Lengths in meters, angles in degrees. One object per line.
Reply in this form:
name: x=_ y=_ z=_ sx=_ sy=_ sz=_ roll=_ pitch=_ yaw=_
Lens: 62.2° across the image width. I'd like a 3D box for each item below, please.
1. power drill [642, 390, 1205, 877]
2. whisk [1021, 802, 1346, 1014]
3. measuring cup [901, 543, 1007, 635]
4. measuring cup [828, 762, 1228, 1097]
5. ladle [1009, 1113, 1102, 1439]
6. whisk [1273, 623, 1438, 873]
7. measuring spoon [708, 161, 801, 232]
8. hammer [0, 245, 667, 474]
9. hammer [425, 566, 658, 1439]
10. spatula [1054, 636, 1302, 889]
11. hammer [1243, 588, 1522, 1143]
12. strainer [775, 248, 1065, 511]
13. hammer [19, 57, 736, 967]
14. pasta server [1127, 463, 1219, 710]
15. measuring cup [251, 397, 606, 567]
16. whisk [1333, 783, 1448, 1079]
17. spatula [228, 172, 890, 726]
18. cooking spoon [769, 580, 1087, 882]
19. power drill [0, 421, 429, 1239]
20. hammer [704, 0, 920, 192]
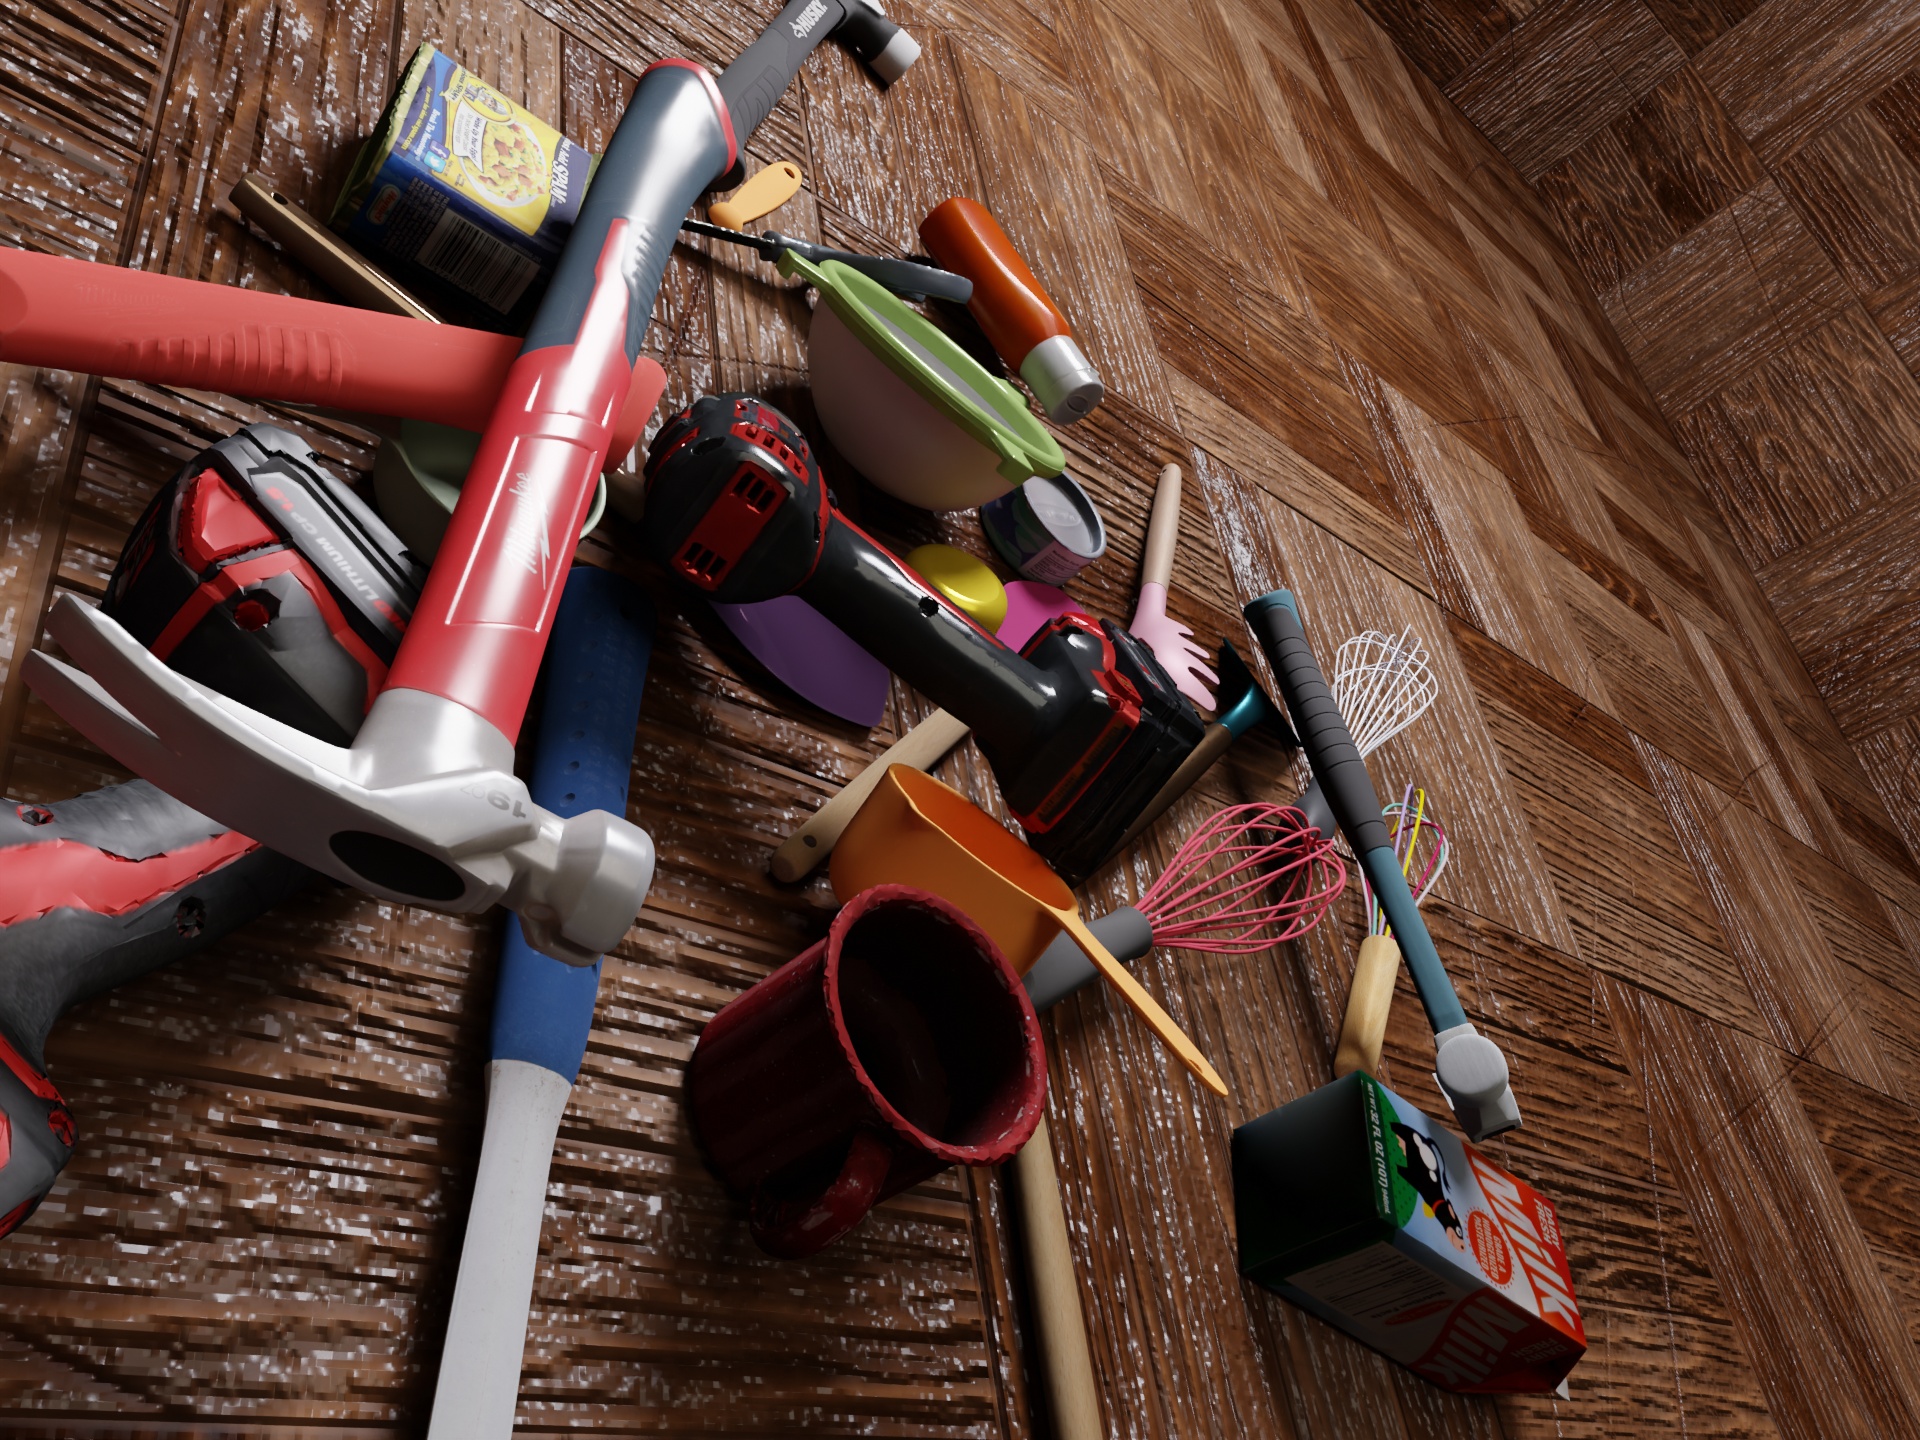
power drill: x=-0.025 y=-0.051 z=0.637 sx=0.226 sy=0.080 sz=0.188 roll=35 pitch=12 yaw=-17
whisk: x=0.087 y=0.090 z=0.713 sx=0.295 sy=0.073 sz=0.073 roll=-13 pitch=71 yaw=-48
measuring cup: x=0.035 y=-0.031 z=0.736 sx=0.156 sy=0.029 sz=0.062 roll=34 pitch=32 yaw=6
measuring cup: x=0.020 y=0.087 z=0.565 sx=0.174 sy=0.052 sz=0.095 roll=45 pitch=10 yaw=32
ladle: x=0.050 y=0.249 z=0.516 sx=0.078 sy=0.062 sz=0.321 roll=29 pitch=37 yaw=-37
whisk: x=0.237 y=0.014 z=0.973 sx=0.070 sy=0.070 sz=0.285 roll=51 pitch=38 yaw=-5
measuring spoon: x=-0.106 y=-0.283 z=0.852 sx=0.021 sy=0.011 sz=0.117 roll=45 pitch=34 yaw=-13
hammer: x=-0.251 y=-0.123 z=0.458 sx=0.359 sy=0.036 sz=0.149 roll=0 pitch=60 yaw=-42
hammer: x=-0.118 y=0.113 z=0.448 sx=0.144 sy=0.035 sz=0.406 roll=30 pitch=39 yaw=-31
spatula: x=0.120 y=0.024 z=0.845 sx=0.082 sy=0.044 sz=0.317 roll=56 pitch=37 yaw=1
hammer: x=0.211 y=0.060 z=0.822 sx=0.128 sy=0.033 sz=0.331 roll=53 pitch=18 yaw=-53
strainer: x=-0.014 y=-0.155 z=0.818 sx=0.151 sy=0.069 sz=0.256 roll=43 pitch=15 yaw=5
hammer: x=-0.132 y=-0.114 z=0.487 sx=0.143 sy=0.038 sz=0.387 roll=31 pitch=40 yaw=-27
pasta server: x=0.117 y=-0.079 z=0.915 sx=0.040 sy=0.060 sz=0.316 roll=49 pitch=27 yaw=-18
measuring cup: x=-0.204 y=-0.093 z=0.536 sx=0.167 sy=0.038 sz=0.083 roll=17 pitch=49 yaw=-31
whisk: x=0.238 y=0.118 z=0.891 sx=0.051 sy=0.047 sz=0.245 roll=48 pitch=38 yaw=-12
spatula: x=-0.145 y=-0.098 z=0.626 sx=0.315 sy=0.018 sz=0.060 roll=40 pitch=34 yaw=-22
cooking spoon: x=-0.001 y=-0.002 z=0.718 sx=0.069 sy=0.017 sz=0.319 roll=45 pitch=32 yaw=2
power drill: x=-0.219 y=0.019 z=0.376 sx=0.143 sy=0.078 sz=0.220 roll=48 pitch=36 yaw=-8
hammer: x=-0.112 y=-0.387 z=0.921 sx=0.146 sy=0.035 sz=0.335 roll=41 pitch=35 yaw=-20
